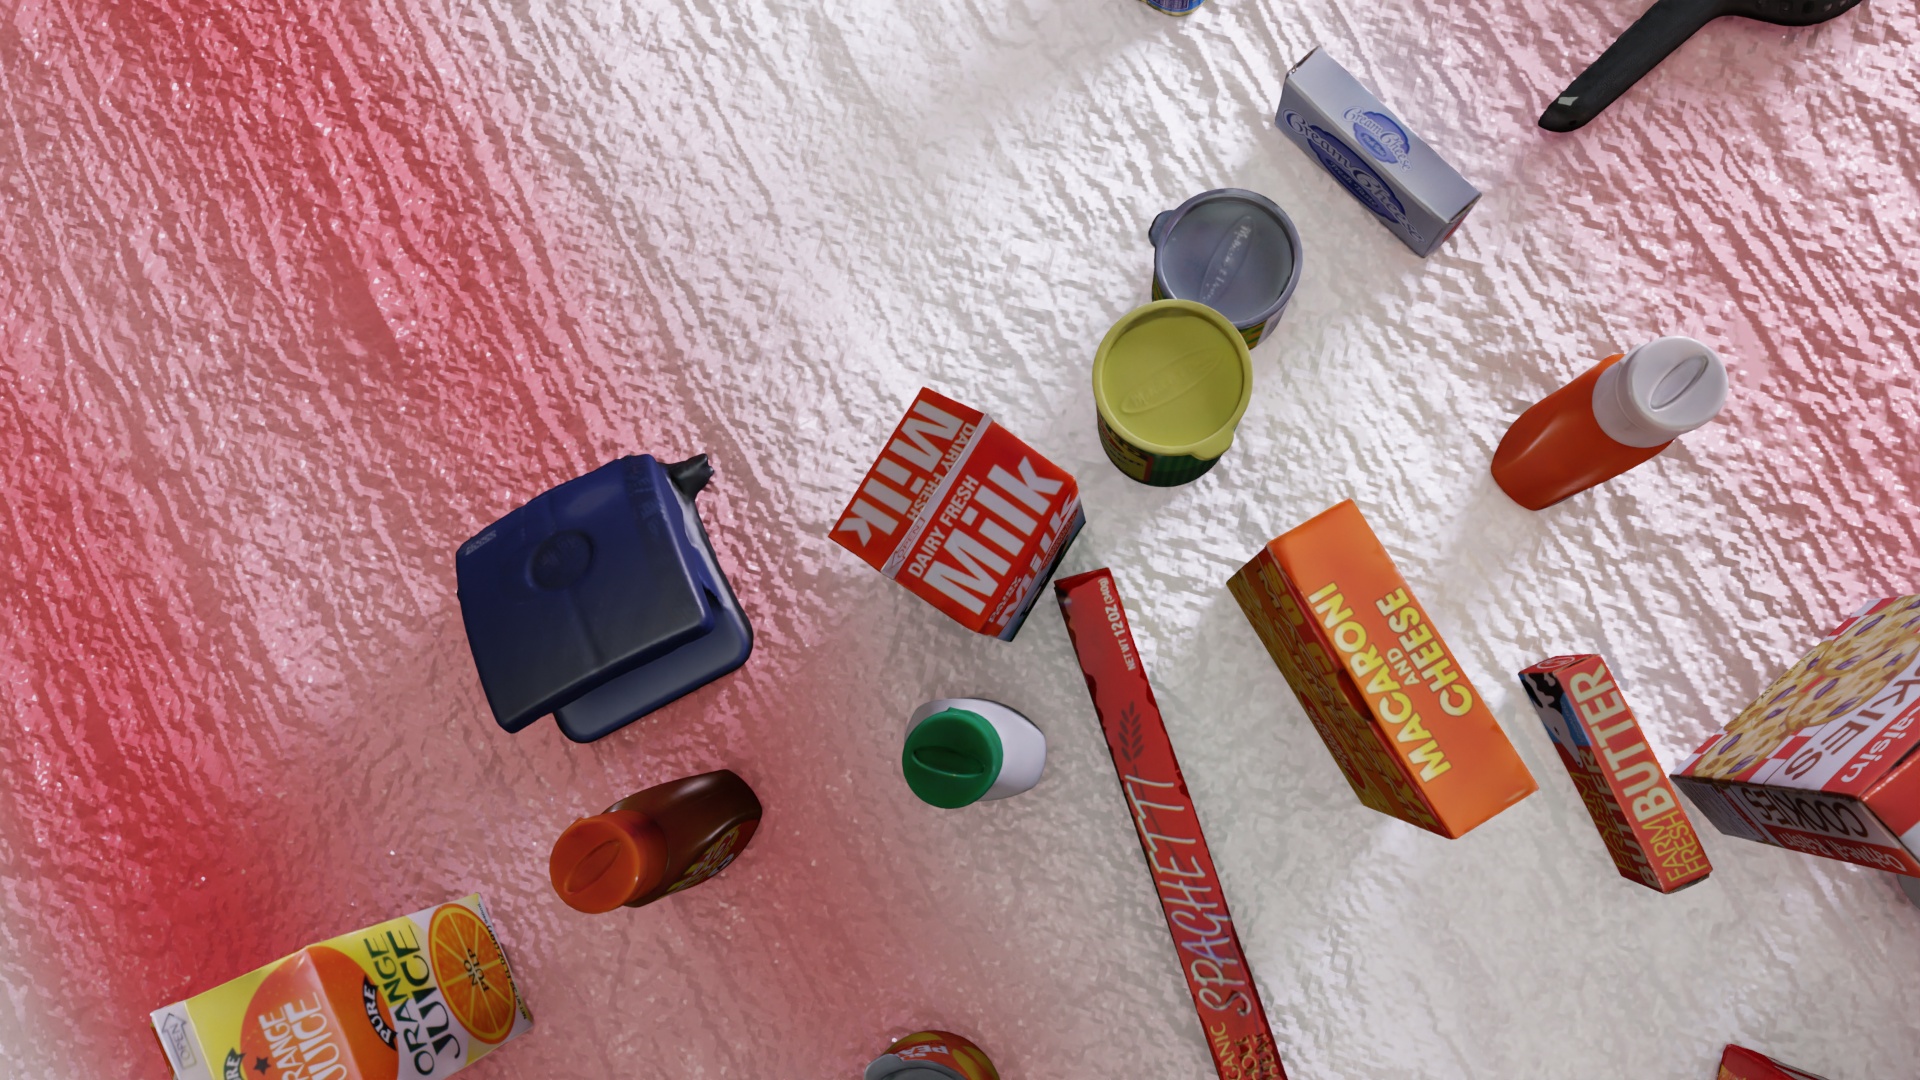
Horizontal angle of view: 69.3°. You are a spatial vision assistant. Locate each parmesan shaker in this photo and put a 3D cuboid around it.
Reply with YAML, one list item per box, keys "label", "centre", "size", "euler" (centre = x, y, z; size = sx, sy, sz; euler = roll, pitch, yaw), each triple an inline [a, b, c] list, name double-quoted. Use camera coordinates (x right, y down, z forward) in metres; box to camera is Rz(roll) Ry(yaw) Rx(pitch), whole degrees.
- label: "parmesan shaker"
  centre: [0.094, -0.060, 0.625]
  size: [0.071, 0.103, 0.071]
  euler: [-1, 83, 6]

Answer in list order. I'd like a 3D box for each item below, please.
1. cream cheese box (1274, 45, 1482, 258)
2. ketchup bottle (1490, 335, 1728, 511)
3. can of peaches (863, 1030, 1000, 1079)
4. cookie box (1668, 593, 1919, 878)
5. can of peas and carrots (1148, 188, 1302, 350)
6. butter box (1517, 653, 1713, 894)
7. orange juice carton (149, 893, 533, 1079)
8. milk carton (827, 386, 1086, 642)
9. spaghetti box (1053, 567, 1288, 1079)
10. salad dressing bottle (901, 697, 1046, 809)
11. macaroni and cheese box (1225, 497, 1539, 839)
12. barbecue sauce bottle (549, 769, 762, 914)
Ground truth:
- label: "cream cheese box"
  centre: [0.194, -0.181, 0.654]
  size: [0.024, 0.053, 0.104]
  euler: [-44, 81, 0]
- label: "ketchup bottle"
  centre: [0.270, -0.050, 0.581]
  size: [0.065, 0.148, 0.043]
  euler: [-45, 81, 0]
- label: "can of peaches"
  centre: [-0.016, 0.257, 0.620]
  size: [0.071, 0.058, 0.071]
  euler: [-1, 83, 6]
- label: "cookie box"
  centre: [0.369, 0.070, 0.547]
  size: [0.123, 0.167, 0.040]
  euler: [-41, 81, 0]
- label: "can of peas and carrots"
  centre: [0.121, -0.125, 0.652]
  size: [0.071, 0.058, 0.071]
  euler: [-1, 83, 6]
- label: "butter box"
  centre: [0.286, 0.100, 0.610]
  size: [0.024, 0.053, 0.103]
  euler: [-25, 81, 3]
- label: "orange juice carton"
  centre: [-0.262, 0.209, 0.585]
  size: [0.073, 0.192, 0.072]
  euler: [-27, 81, 3]
- label: "milk carton"
  centre: [0.002, -0.007, 0.584]
  size: [0.073, 0.190, 0.072]
  euler: [32, 88, 9]
- label: "spaghetti box"
  centre: [0.095, 0.134, 0.628]
  size: [0.029, 0.050, 0.250]
  euler: [-19, 81, 4]
- label: "salad dressing bottle"
  centre: [0.003, 0.090, 0.593]
  size: [0.064, 0.147, 0.044]
  euler: [12, 85, 8]
- label: "macaroni and cheese box"
  centre: [0.163, 0.054, 0.571]
  size: [0.040, 0.166, 0.124]
  euler: [-31, 81, 2]
- label: "barbecue sauce bottle"
  centre: [-0.133, 0.132, 0.602]
  size: [0.065, 0.148, 0.044]
  euler: [-43, 81, 0]
